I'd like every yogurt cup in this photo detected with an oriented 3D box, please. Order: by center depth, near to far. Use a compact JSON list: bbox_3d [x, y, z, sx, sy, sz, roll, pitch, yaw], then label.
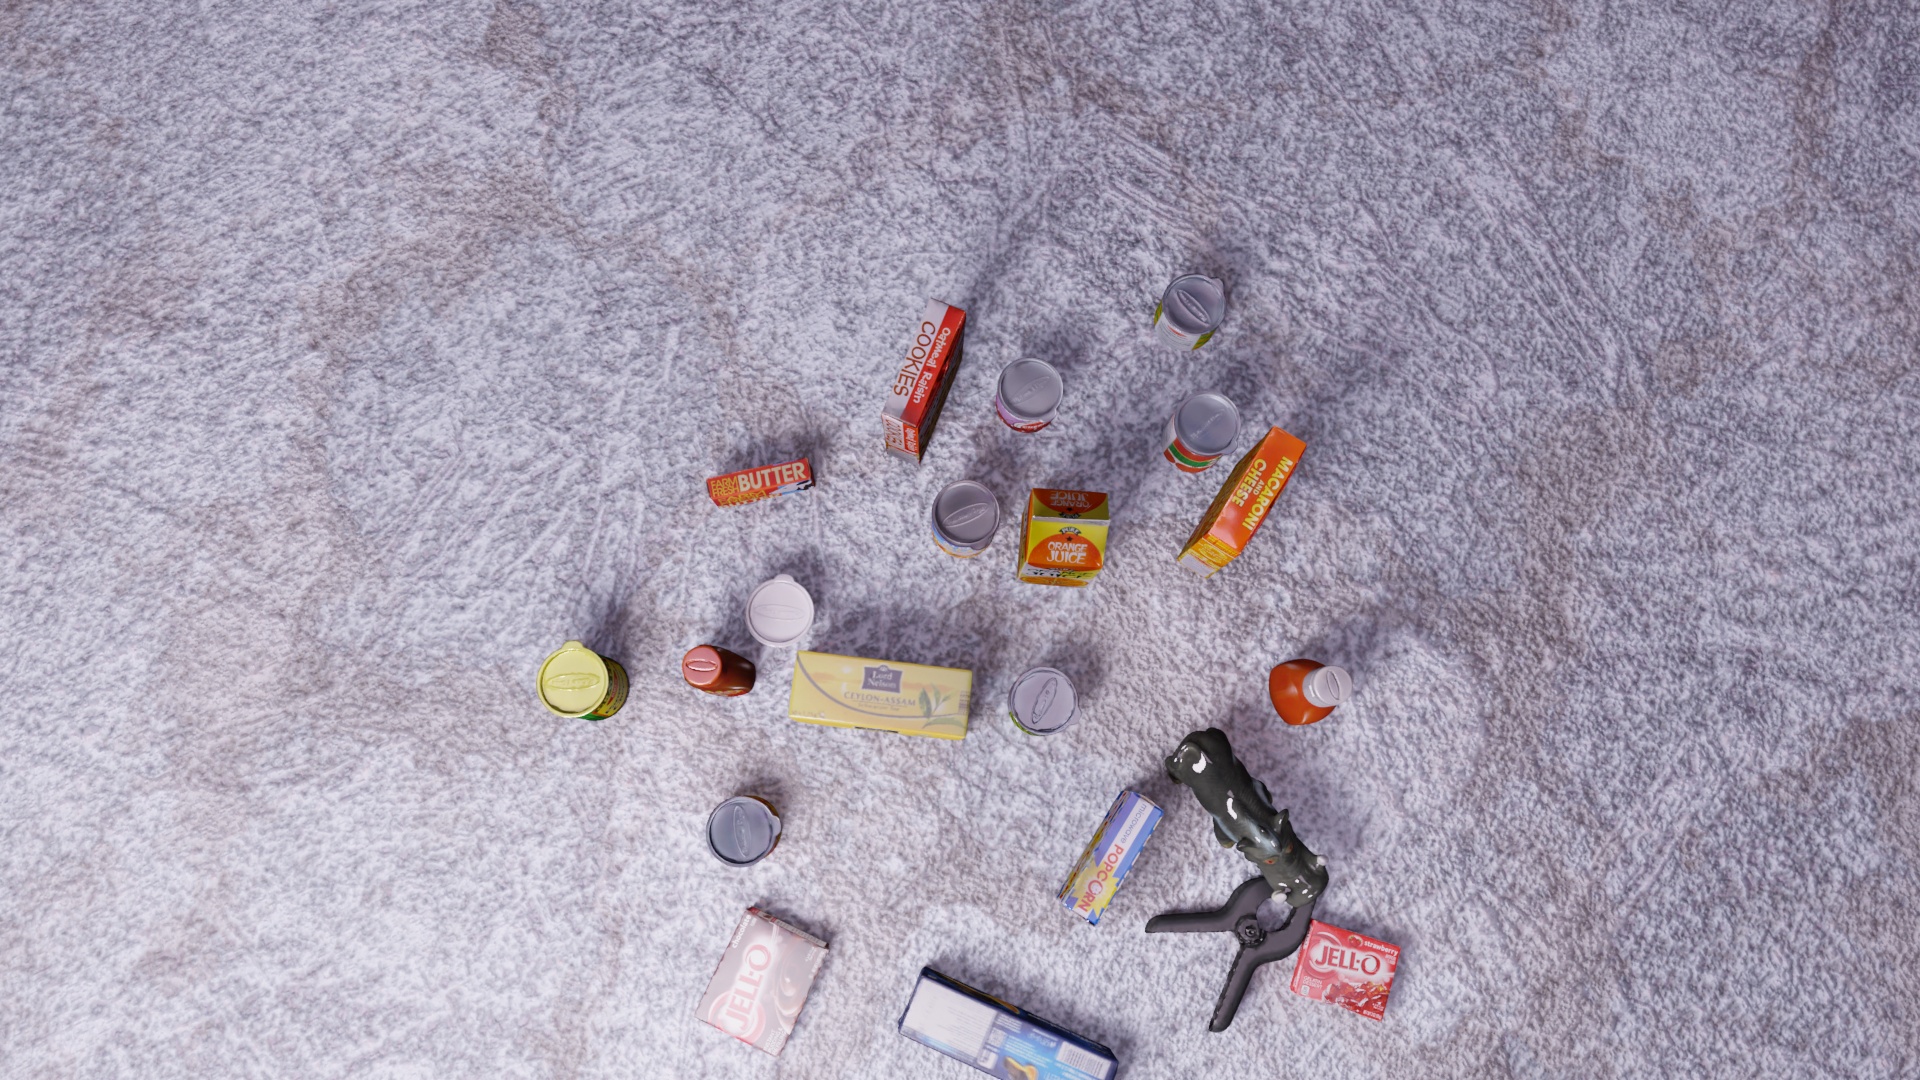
[{"bbox_3d":[-0.176,0.074,1.372,0.072,0.054,0.072,0,80,-1],"label":"yogurt cup"}]

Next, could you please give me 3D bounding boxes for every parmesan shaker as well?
[{"bbox_3d":[-0.359,0.136,1.331,0.071,0.103,0.071,0,81,-1],"label":"parmesan shaker"}]

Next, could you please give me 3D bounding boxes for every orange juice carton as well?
[{"bbox_3d":[0.096,-0.004,1.322,0.072,0.192,0.073,5,81,-1],"label":"orange juice carton"}]

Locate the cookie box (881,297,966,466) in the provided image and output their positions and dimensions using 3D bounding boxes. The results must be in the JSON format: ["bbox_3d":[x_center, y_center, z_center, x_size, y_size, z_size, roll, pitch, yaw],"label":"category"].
[{"bbox_3d":[-0.034,-0.151,1.357,0.040,0.167,0.123,21,81,2],"label":"cookie box"}]

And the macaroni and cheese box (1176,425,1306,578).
[{"bbox_3d":[0.271,-0.034,1.346,0.040,0.166,0.124,32,81,4],"label":"macaroni and cheese box"}]

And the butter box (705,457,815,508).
[{"bbox_3d":[-0.199,-0.057,1.394,0.103,0.053,0.024,-12,81,-4],"label":"butter box"}]

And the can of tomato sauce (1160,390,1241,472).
[{"bbox_3d":[0.243,-0.107,1.400,0.071,0.083,0.071,0,80,-1],"label":"can of tomato sauce"}]

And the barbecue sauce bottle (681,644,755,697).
[{"bbox_3d":[-0.233,0.123,1.313,0.065,0.148,0.044,6,81,-1],"label":"barbecue sauce bottle"}]

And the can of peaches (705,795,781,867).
[{"bbox_3d":[-0.205,0.278,1.333,0.071,0.058,0.071,0,80,-1],"label":"can of peaches"}]

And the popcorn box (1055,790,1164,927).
[{"bbox_3d":[0.142,0.300,1.325,0.038,0.085,0.127,33,81,4],"label":"popcorn box"}]

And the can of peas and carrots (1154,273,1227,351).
[{"bbox_3d":[0.238,-0.237,1.435,0.071,0.058,0.071,0,80,-1],"label":"can of peas and carrots"}]

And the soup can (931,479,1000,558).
[{"bbox_3d":[0.005,-0.017,1.377,0.071,0.083,0.071,0,80,-1],"label":"soup can"}]

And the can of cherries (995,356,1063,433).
[{"bbox_3d":[0.070,-0.145,1.414,0.071,0.058,0.071,0,80,-1],"label":"can of cherries"}]

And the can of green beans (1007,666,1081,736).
[{"bbox_3d":[0.080,0.159,1.362,0.071,0.057,0.071,0,80,-1],"label":"can of green beans"}]

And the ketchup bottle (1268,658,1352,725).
[{"bbox_3d":[0.334,0.143,1.326,0.043,0.148,0.065,-15,81,-4],"label":"ketchup bottle"}]
